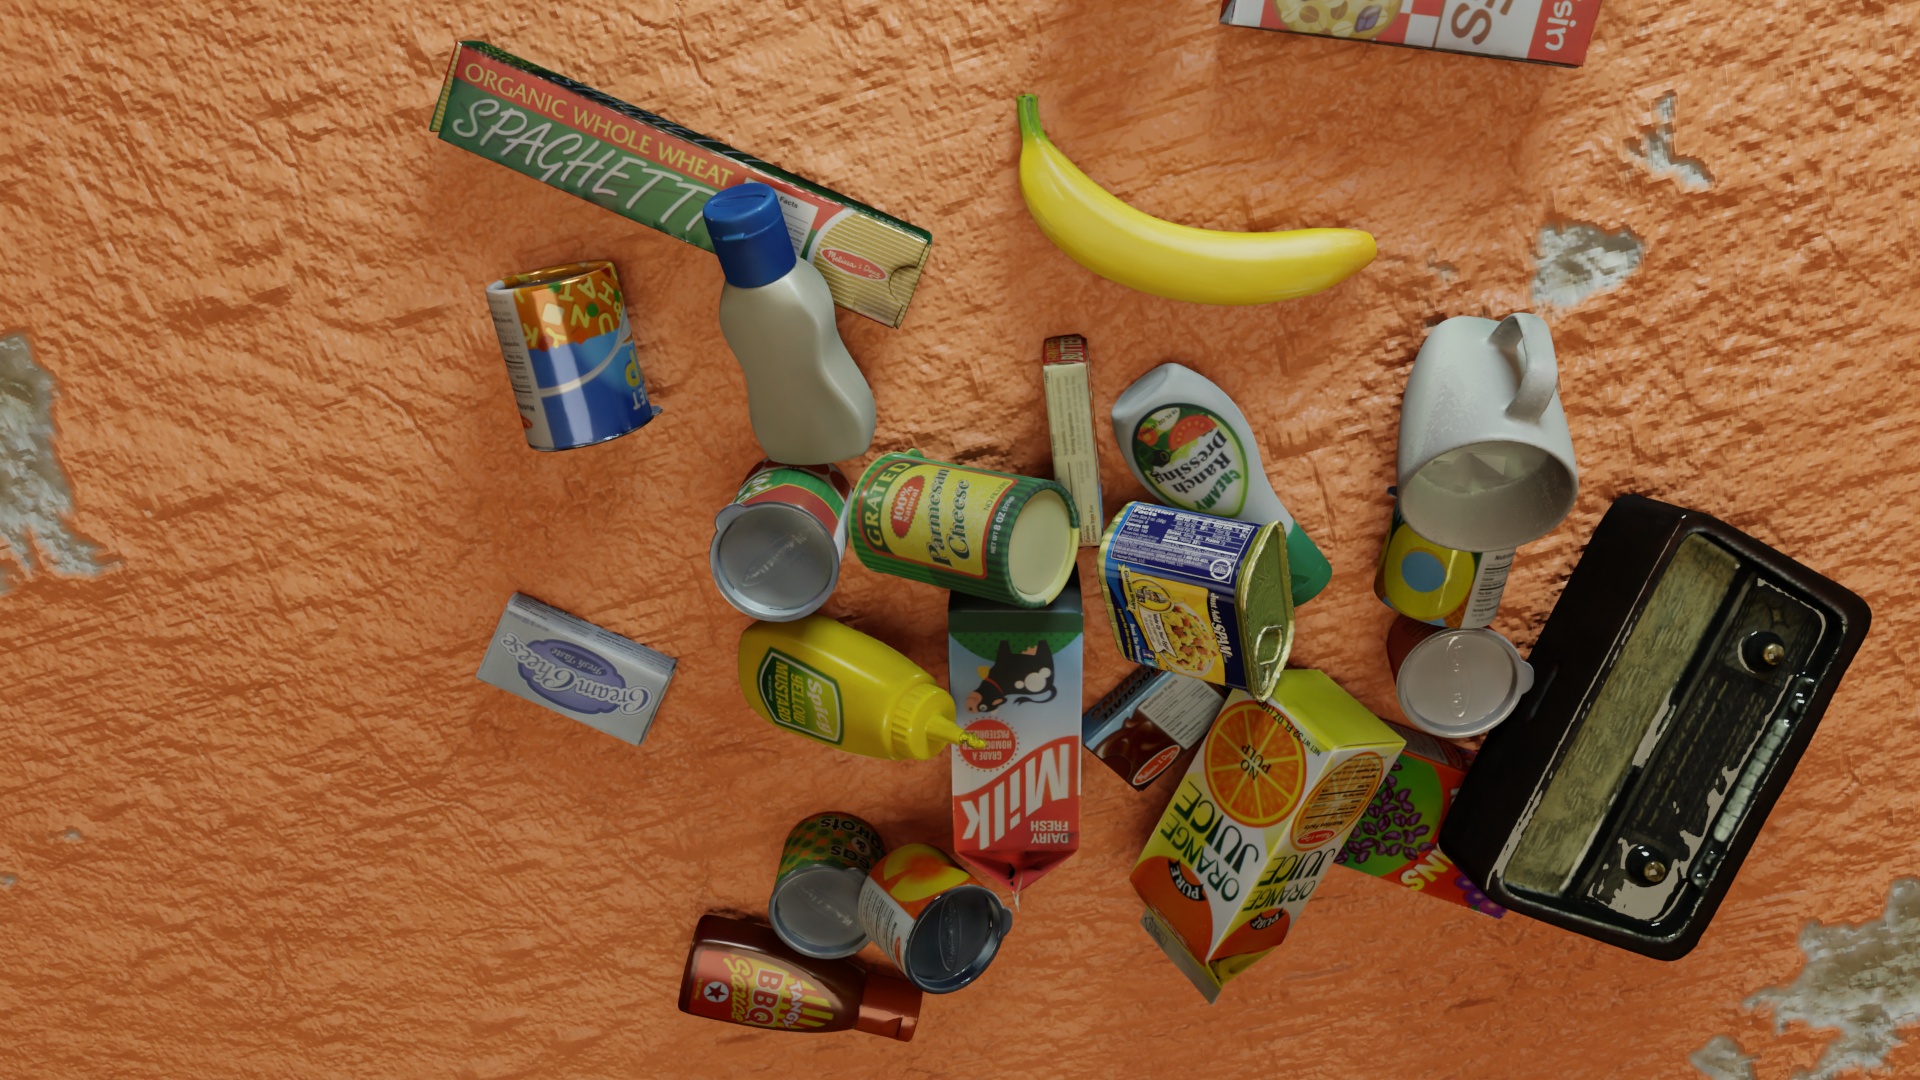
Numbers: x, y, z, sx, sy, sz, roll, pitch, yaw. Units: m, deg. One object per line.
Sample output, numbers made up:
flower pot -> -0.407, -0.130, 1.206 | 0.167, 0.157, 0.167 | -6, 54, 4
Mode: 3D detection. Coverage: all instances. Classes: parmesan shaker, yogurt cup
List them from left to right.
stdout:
parmesan shaker -> 0.003, -0.009, 0.719 | 0.103, 0.071, 0.071 | 12, 118, 37
yogurt cup -> 0.271, 0.068, 0.772 | 0.072, 0.054, 0.072 | 1, 112, 2

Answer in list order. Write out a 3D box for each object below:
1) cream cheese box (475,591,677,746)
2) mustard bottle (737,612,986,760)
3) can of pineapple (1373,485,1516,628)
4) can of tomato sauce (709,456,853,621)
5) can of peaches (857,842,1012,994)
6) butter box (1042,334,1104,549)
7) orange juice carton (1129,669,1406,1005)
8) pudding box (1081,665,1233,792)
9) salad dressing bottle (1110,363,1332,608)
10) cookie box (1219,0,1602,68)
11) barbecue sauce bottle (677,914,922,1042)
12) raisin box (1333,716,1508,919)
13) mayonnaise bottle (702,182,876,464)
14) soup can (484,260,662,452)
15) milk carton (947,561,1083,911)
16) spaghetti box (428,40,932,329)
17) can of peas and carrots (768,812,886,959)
cream cheese box -> -0.222, 0.075, 0.808 | 0.104, 0.024, 0.053 | 25, 111, -8
mustard bottle -> -0.052, 0.084, 0.750 | 0.160, 0.049, 0.065 | 16, 118, 37
can of pineapple -> 0.258, 0.007, 0.743 | 0.071, 0.071, 0.057 | 7, 113, -1
can of tomato sauce -> -0.094, -0.005, 0.739 | 0.071, 0.083, 0.071 | 1, 112, 2
can of peaches -> -0.015, 0.214, 0.793 | 0.071, 0.058, 0.071 | -11, 110, -31
butter box -> 0.060, -0.052, 0.732 | 0.024, 0.053, 0.103 | -5, 111, 7
orange juice carton -> 0.164, 0.171, 0.794 | 0.073, 0.072, 0.192 | 5, 118, -41
pudding box -> 0.115, 0.100, 0.804 | 0.049, 0.030, 0.083 | 40, 108, -15
salad dressing bottle -> 0.143, -0.027, 0.744 | 0.064, 0.044, 0.147 | -36, 107, 22
cookie box -> 0.215, -0.290, 0.636 | 0.167, 0.040, 0.122 | 7, 112, -1
barbecue sauce bottle -> -0.100, 0.282, 0.878 | 0.148, 0.044, 0.064 | 14, 111, -4
raisin box -> 0.281, 0.163, 0.819 | 0.123, 0.040, 0.085 | 20, 111, -7
mayonnaise bottle -> -0.089, -0.105, 0.698 | 0.065, 0.041, 0.147 | -3, 131, 15
soup can -> -0.198, -0.097, 0.717 | 0.071, 0.071, 0.083 | -8, 111, 5
milk carton -> 0.031, 0.112, 0.789 | 0.073, 0.072, 0.189 | 0, 112, 2
spaghetti box -> -0.137, -0.179, 0.700 | 0.250, 0.029, 0.050 | 22, 111, -7
can of peas and carrots -> -0.077, 0.205, 0.838 | 0.071, 0.059, 0.070 | 0, 112, 1
